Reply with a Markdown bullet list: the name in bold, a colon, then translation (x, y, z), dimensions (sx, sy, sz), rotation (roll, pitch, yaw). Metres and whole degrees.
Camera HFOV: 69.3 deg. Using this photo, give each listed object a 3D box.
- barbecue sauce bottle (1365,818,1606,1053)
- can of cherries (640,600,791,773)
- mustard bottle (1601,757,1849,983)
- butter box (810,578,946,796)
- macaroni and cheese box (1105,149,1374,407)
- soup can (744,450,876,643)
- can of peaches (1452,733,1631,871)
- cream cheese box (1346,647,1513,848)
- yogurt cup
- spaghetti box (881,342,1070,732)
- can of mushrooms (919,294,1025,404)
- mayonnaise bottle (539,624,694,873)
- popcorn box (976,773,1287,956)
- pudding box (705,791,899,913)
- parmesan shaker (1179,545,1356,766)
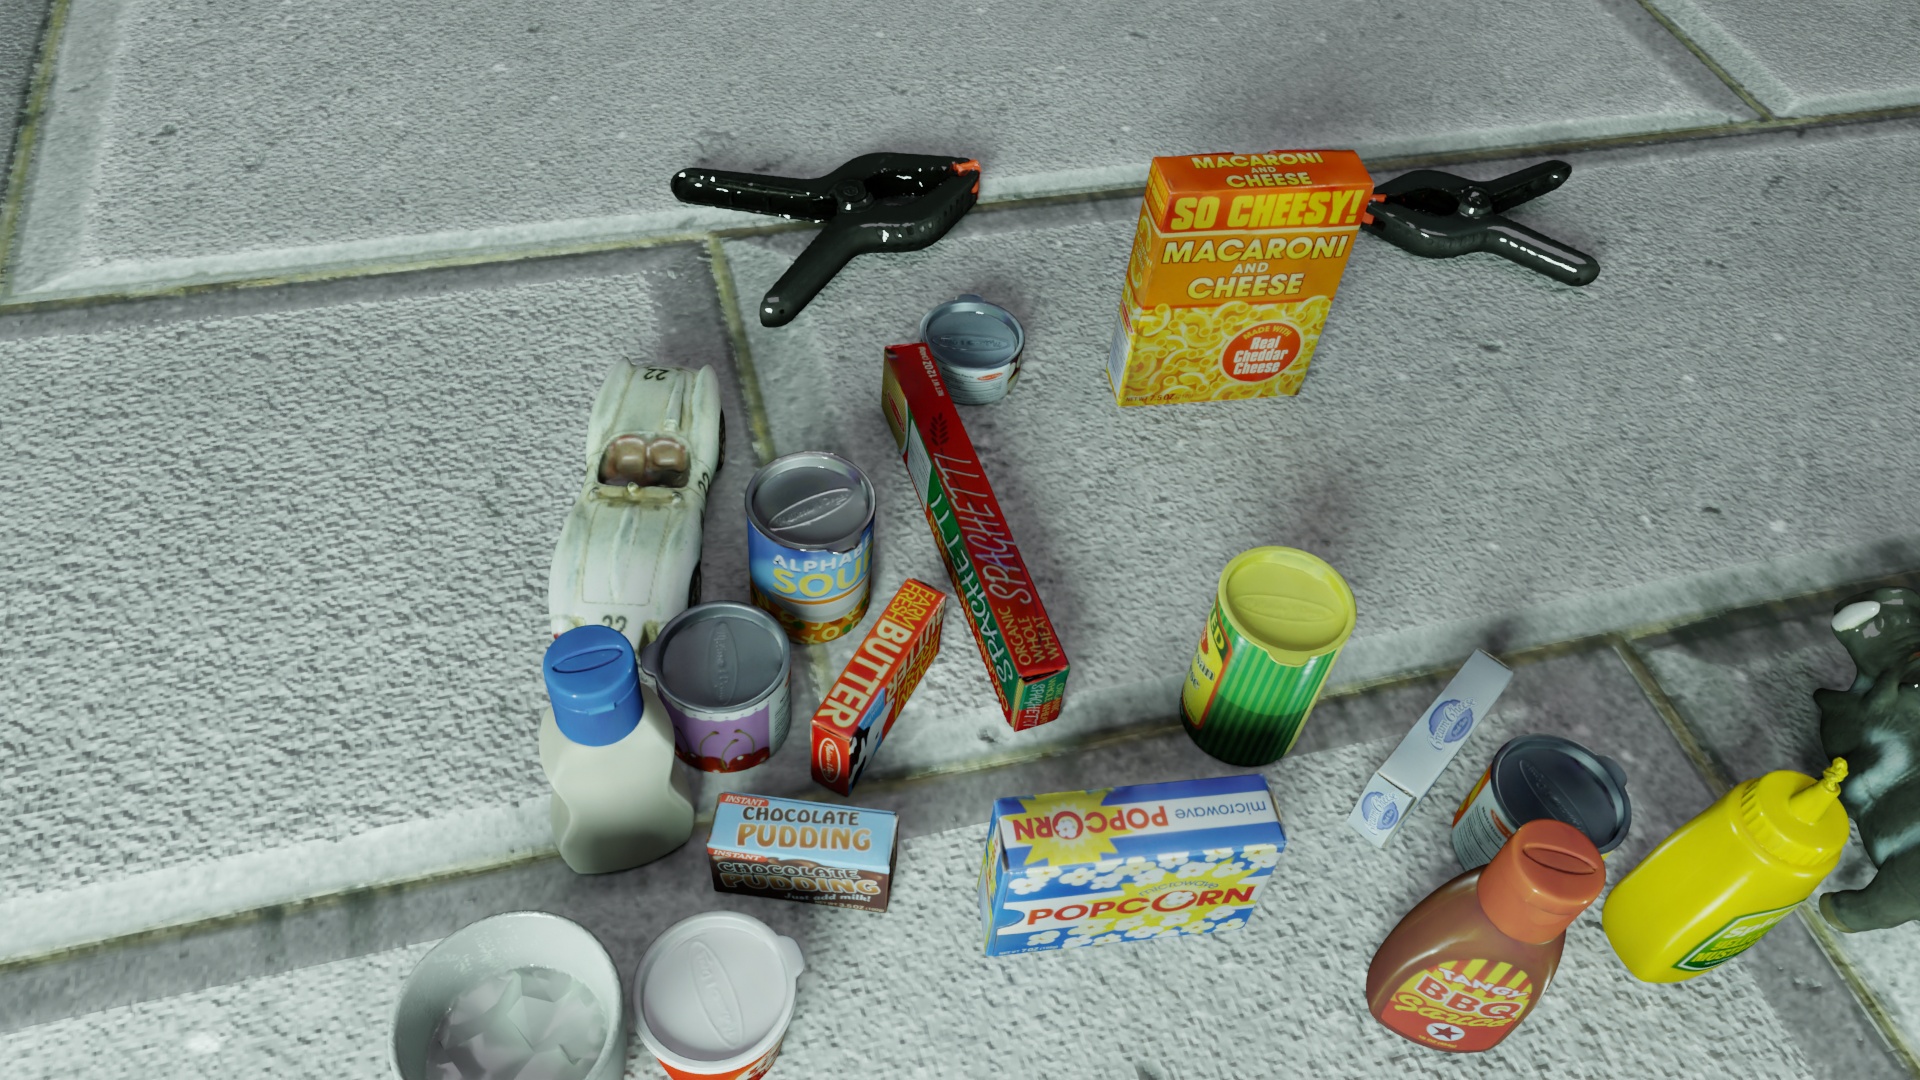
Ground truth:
- **barbecue sauce bottle**: translation (0.222, 0.168, 0.585), dimensions (0.065, 0.147, 0.044), rotation (15, 50, 6)
- **can of cherries**: translation (-0.119, 0.073, 0.687), dimensions (0.071, 0.058, 0.072), rotation (3, 50, -4)
- **mustard bottle**: translation (0.343, 0.143, 0.611), dimensions (0.065, 0.159, 0.049), rotation (-10, 52, -14)
- **butter box**: translation (-0.041, 0.072, 0.699), dimensions (0.024, 0.052, 0.104), rotation (23, 52, 13)
- **macaroni and cheese box**: translation (0.162, -0.156, 0.838), dimensions (0.124, 0.165, 0.040), rotation (-5, 51, -10)
- **soup can**: translation (-0.078, 0.007, 0.730), dimensions (0.071, 0.083, 0.072), rotation (3, 50, -4)
- **can of peaches**: translation (0.283, 0.136, 0.676), dimensions (0.071, 0.057, 0.071), rotation (3, 50, -4)
- **cream cheese box**: translation (0.237, 0.105, 0.701), dimensions (0.024, 0.053, 0.104), rotation (36, 56, 22)
- **yogurt cup**: translation (-0.102, 0.198, 0.585), dimensions (0.072, 0.053, 0.073), rotation (3, 50, -4)
- **spaghetti box**: translation (0.003, -0.010, 0.774), dimensions (0.029, 0.049, 0.251), rotation (-11, 52, -15)
- **can of mushrooms**: translation (0.006, -0.121, 0.879), dimensions (0.071, 0.033, 0.071), rotation (3, 50, -4)
- **mayonnaise bottle**: translation (-0.153, 0.093, 0.607), dimensions (0.065, 0.147, 0.041), rotation (-14, 53, -17)
- **popcorn box**: translation (0.074, 0.147, 0.627), dimensions (0.127, 0.084, 0.038), rotation (-4, 51, -9)
- **pudding box**: translation (-0.071, 0.143, 0.638), dimensions (0.084, 0.049, 0.030), rotation (7, 50, 0)
- **parmesan shaker**: translation (0.150, 0.062, 0.695), dimensions (0.071, 0.102, 0.072), rotation (3, 50, -4)
